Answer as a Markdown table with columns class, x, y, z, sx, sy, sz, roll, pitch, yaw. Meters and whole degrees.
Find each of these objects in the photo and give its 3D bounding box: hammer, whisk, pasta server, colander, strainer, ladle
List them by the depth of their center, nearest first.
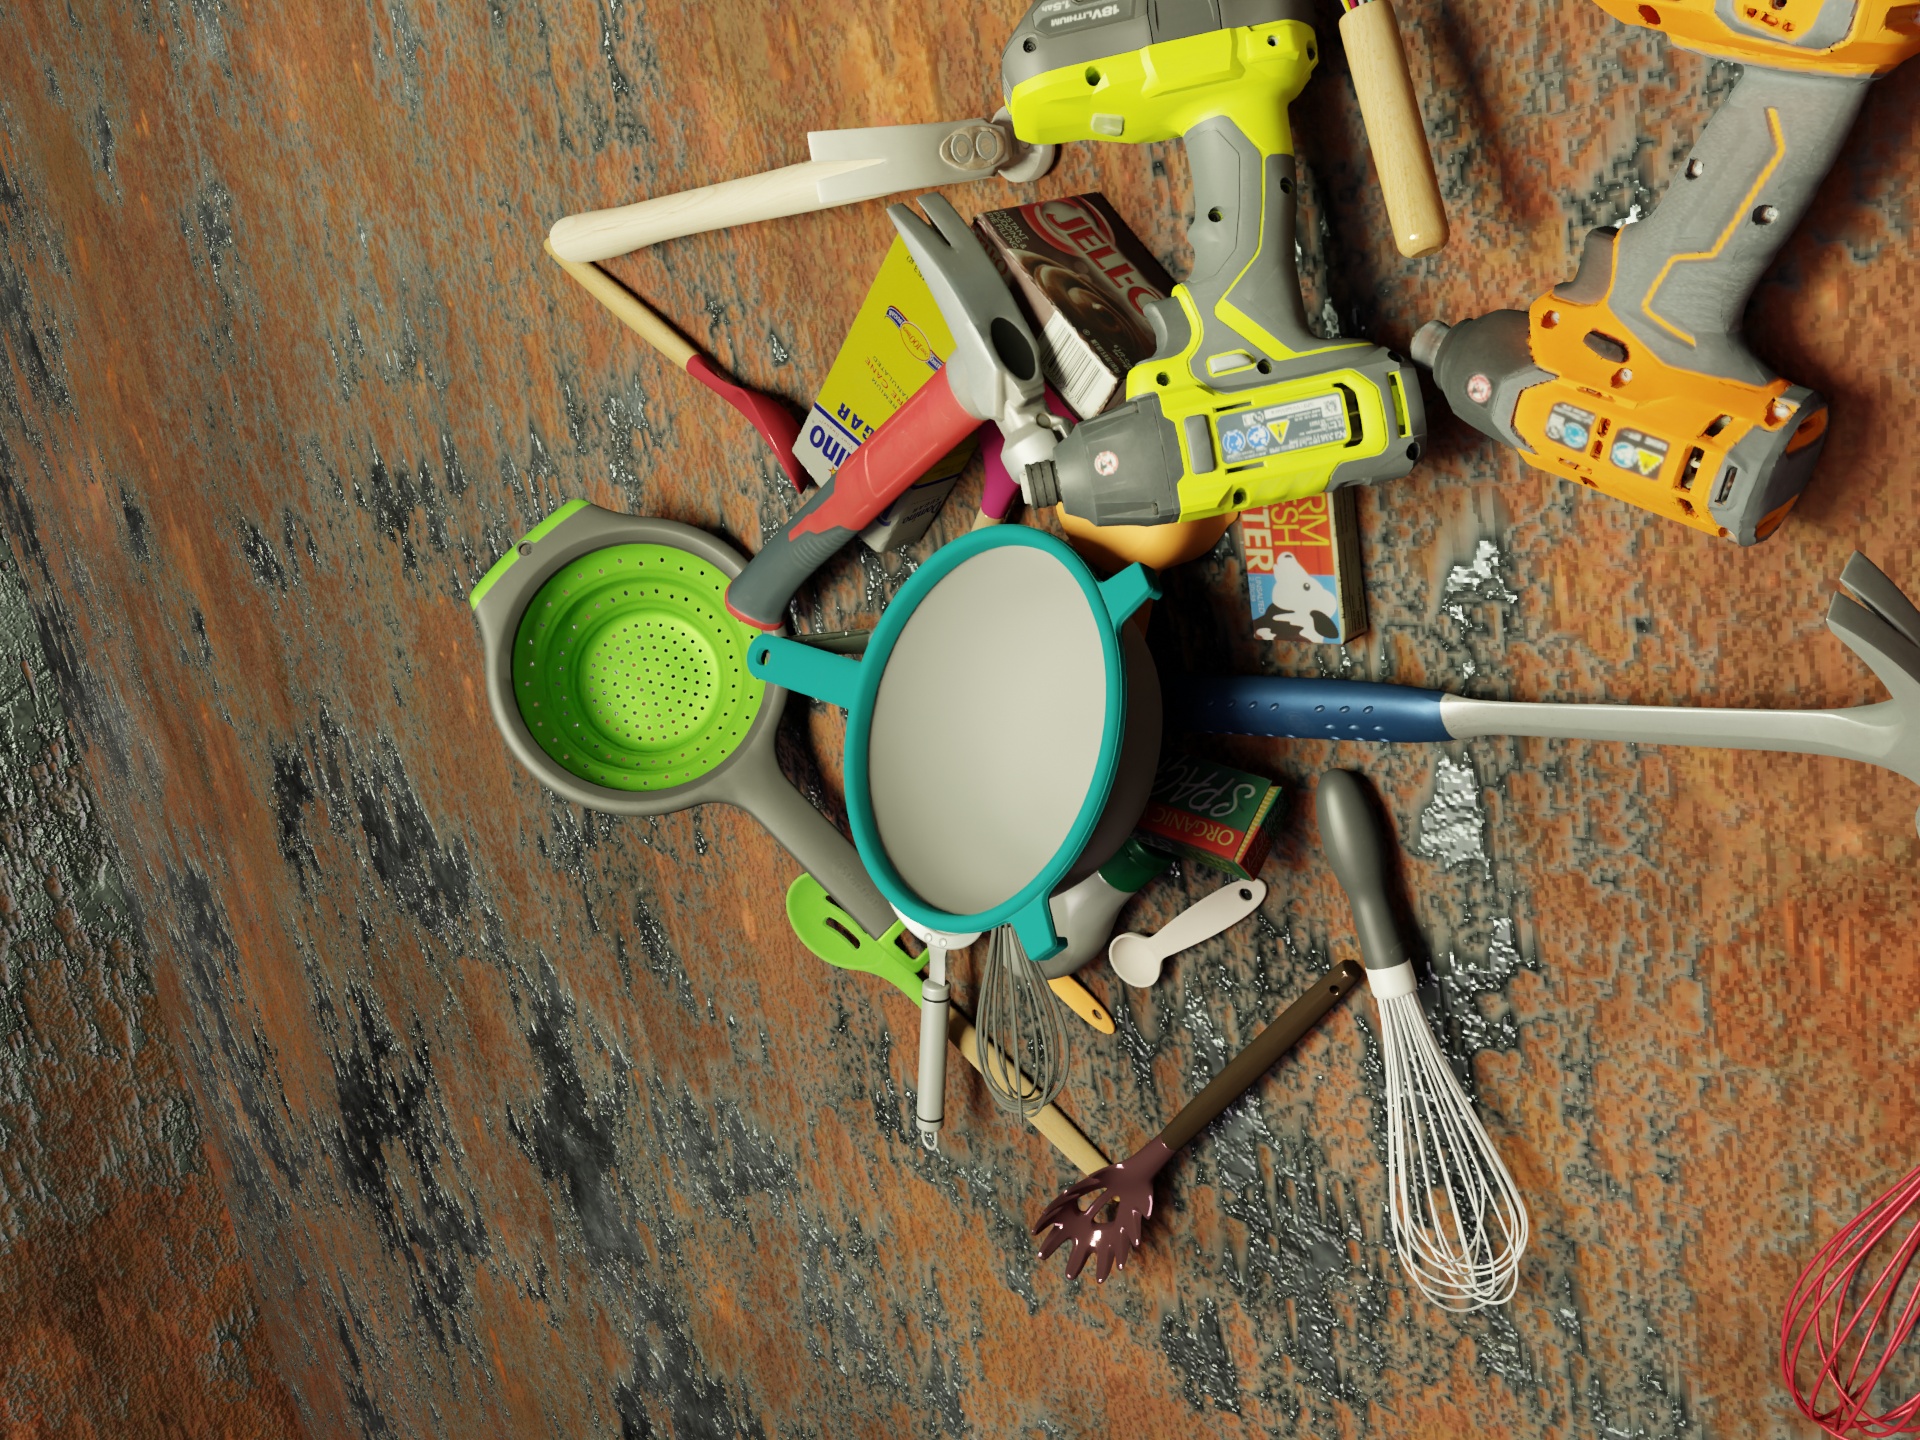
| class | x | y | z | sx | sy | sz | roll | pitch | yaw |
| --- | --- | --- | --- | --- | --- | --- | --- | --- | --- |
| whisk | 0.399 | 0.178 | 0.633 | 0.073 | 0.073 | 0.295 | 27 | 119 | 35 |
| whisk | 0.162 | -0.307 | 0.640 | 0.051 | 0.047 | 0.245 | -19 | 84 | 62 |
| hammer | 0.228 | -0.006 | 0.711 | 0.406 | 0.035 | 0.144 | 4 | 140 | 49 |
| whisk | 0.228 | 0.161 | 0.805 | 0.070 | 0.070 | 0.284 | -14 | 92 | 48 |
| strainer | -0.001 | -0.003 | 0.887 | 0.341 | 0.095 | 0.211 | 18 | 94 | 52 |
| hammer | -0.067 | -0.141 | 0.899 | 0.143 | 0.038 | 0.386 | 62 | 150 | 0 |
| hammer | -0.138 | -0.299 | 0.921 | 0.411 | 0.146 | 0.038 | 10 | 115 | 48 |
| pasta server | 0.136 | 0.237 | 0.931 | 0.060 | 0.040 | 0.316 | 36 | 128 | 3 |
| whisk | 0.025 | 0.115 | 0.931 | 0.055 | 0.055 | 0.239 | -40 | 48 | 47 |
| strainer | -0.015 | 0.169 | 1.045 | 0.087 | 0.050 | 0.258 | 16 | 112 | 34 |
| ladle | -0.193 | -0.250 | 1.067 | 0.316 | 0.031 | 0.069 | 42 | 167 | 29 |
| colander | -0.163 | 0.025 | 1.112 | 0.397 | 0.204 | 0.094 | 45 | 171 | 0 |

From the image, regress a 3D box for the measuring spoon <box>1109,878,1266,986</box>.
| class | x | y | z | sx | sy | sz | roll | pitch | yaw |
| --- | --- | --- | --- | --- | --- | --- | --- | --- | --- |
| measuring spoon | 0.133 | 0.118 | 0.913 | 0.124 | 0.018 | 0.034 | -39 | 84 | 40 |

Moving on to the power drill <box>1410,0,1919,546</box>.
| class | x | y | z | sx | sy | sz | roll | pitch | yaw |
| --- | --- | --- | --- | --- | --- | --- | --- | --- | --- |
| power drill | 0.259 | -0.195 | 0.591 | 0.164 | 0.084 | 0.226 | 32 | 131 | 35 |

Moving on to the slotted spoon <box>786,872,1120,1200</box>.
| class | x | y | z | sx | sy | sz | roll | pitch | yaw |
| --- | --- | --- | --- | --- | --- | --- | --- | --- | --- |
| slotted spoon | -0.004 | 0.211 | 1.083 | 0.314 | 0.031 | 0.070 | 41 | 117 | 23 |

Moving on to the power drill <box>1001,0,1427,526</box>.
| class | x | y | z | sx | sy | sz | roll | pitch | yaw |
| --- | --- | --- | --- | --- | --- | --- | --- | --- | --- |
| power drill | 0.095 | -0.200 | 0.690 | 0.171 | 0.080 | 0.223 | -11 | 91 | 3 |

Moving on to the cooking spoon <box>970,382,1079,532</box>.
| class | x | y | z | sx | sy | sz | roll | pitch | yaw |
| --- | --- | --- | --- | --- | --- | --- | --- | --- | --- |
| cooking spoon | 0.012 | -0.101 | 0.916 | 0.068 | 0.017 | 0.318 | 15 | 134 | -7 |

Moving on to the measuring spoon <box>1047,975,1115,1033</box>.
| class | x | y | z | sx | sy | sz | roll | pitch | yaw |
| --- | --- | --- | --- | --- | --- | --- | --- | --- | --- |
| measuring spoon | 0.057 | 0.155 | 1.010 | 0.117 | 0.011 | 0.021 | 43 | 137 | 19 |

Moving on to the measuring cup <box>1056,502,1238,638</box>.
| class | x | y | z | sx | sy | sz | roll | pitch | yaw |
| --- | --- | --- | --- | --- | --- | --- | --- | --- | --- |
| measuring cup | 0.084 | -0.082 | 0.839 | 0.095 | 0.052 | 0.173 | 31 | 126 | 33 |
